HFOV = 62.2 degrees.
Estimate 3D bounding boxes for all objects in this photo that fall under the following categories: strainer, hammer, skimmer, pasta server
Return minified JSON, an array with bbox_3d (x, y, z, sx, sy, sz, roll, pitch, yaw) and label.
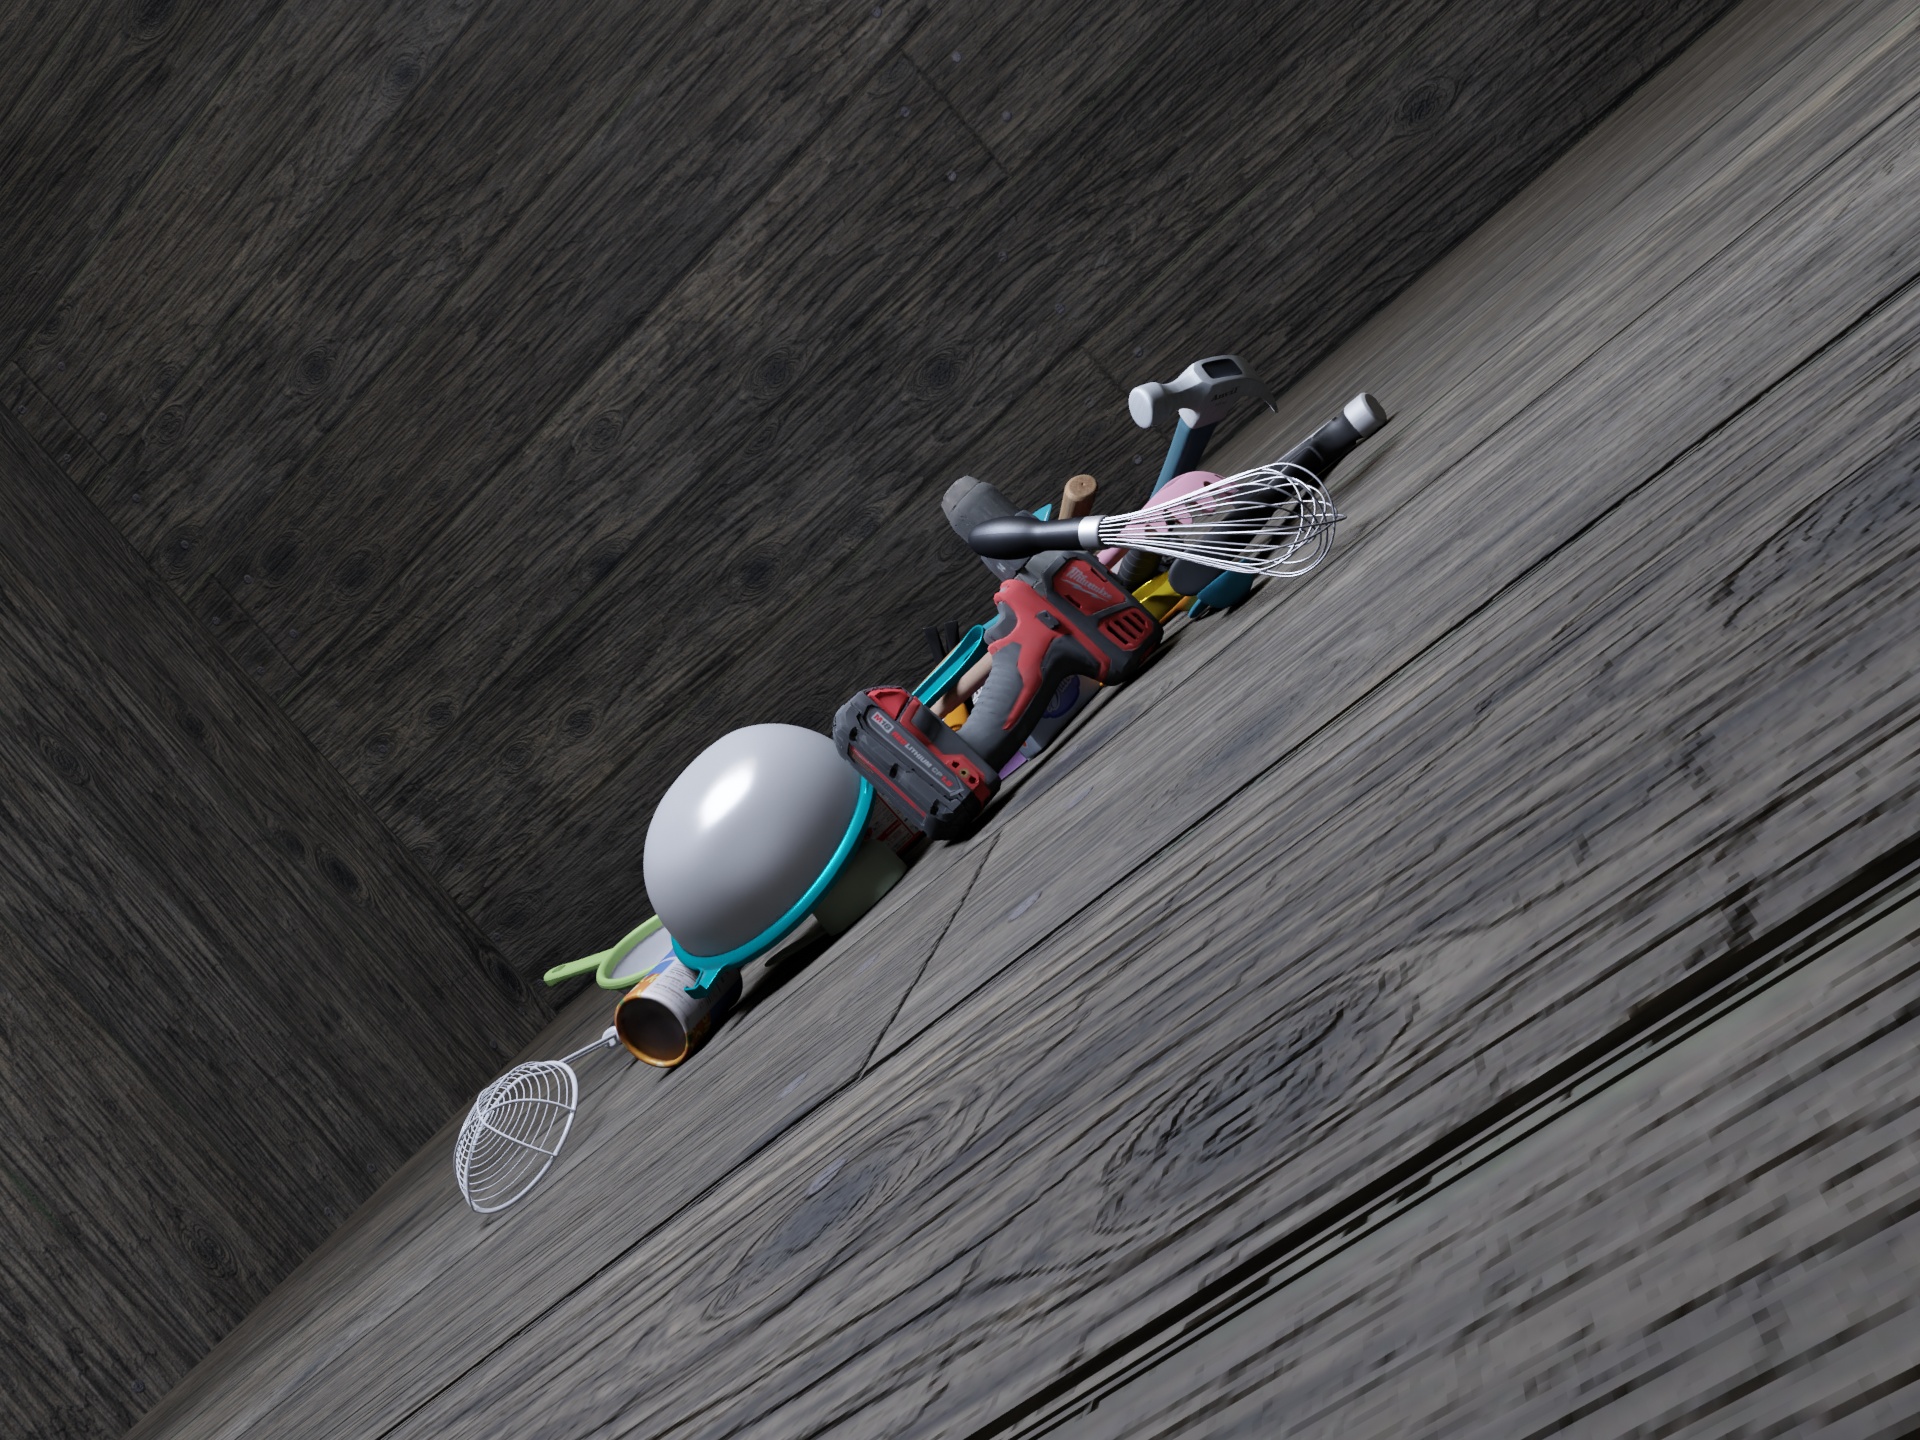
[{"bbox_3d":[-0.123,0.032,1.180,0.340,0.095,0.211,-44,27,7],"label":"strainer"},{"bbox_3d":[0.100,-0.142,1.642,0.130,0.031,0.331,-40,-18,-25],"label":"hammer"},{"bbox_3d":[-0.002,-0.004,1.406,0.034,0.127,0.337,-13,11,1],"label":"hammer"},{"bbox_3d":[-0.316,0.316,1.382,0.127,0.090,0.363,-37,-6,15],"label":"skimmer"},{"bbox_3d":[0.229,-0.163,1.233,0.146,0.035,0.335,-38,2,36],"label":"hammer"},{"bbox_3d":[-0.302,0.242,1.527,0.256,0.069,0.151,-21,17,35],"label":"strainer"},{"bbox_3d":[0.086,-0.089,1.227,0.316,0.040,0.060,-42,-6,27],"label":"pasta server"},{"bbox_3d":[0.157,-0.166,1.252,0.128,0.033,0.330,-23,-23,-20],"label":"hammer"}]

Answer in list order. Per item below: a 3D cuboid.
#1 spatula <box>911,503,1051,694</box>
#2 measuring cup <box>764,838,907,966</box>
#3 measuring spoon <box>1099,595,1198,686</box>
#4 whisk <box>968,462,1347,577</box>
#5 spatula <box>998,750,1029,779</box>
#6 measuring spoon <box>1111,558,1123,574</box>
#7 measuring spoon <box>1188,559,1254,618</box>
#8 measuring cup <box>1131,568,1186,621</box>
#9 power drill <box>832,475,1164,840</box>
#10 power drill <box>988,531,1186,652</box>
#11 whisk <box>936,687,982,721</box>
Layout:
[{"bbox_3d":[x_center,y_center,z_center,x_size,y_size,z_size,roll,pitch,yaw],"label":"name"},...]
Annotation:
[{"bbox_3d":[-0.019,-0.048,1.283,0.317,0.044,0.082,-49,10,-22],"label":"spatula"},{"bbox_3d":[-0.108,0.140,1.194,0.167,0.038,0.083,-36,6,37],"label":"measuring cup"},{"bbox_3d":[0.140,-0.058,1.179,0.021,0.011,0.117,-34,-10,-50],"label":"measuring spoon"},{"bbox_3d":[0.114,-0.121,1.012,0.285,0.070,0.070,3,36,42],"label":"whisk"},{"bbox_3d":[0.055,-0.044,1.322,0.059,0.018,0.316,-39,20,28],"label":"spatula"},{"bbox_3d":[0.143,-0.148,1.414,0.034,0.018,0.124,17,57,46],"label":"measuring spoon"},{"bbox_3d":[0.177,-0.081,1.091,0.042,0.021,0.128,-36,-6,-6],"label":"measuring spoon"},{"bbox_3d":[0.171,-0.093,1.241,0.062,0.029,0.156,-40,12,-12],"label":"measuring cup"},{"bbox_3d":[0.009,-0.049,1.119,0.227,0.188,0.080,-46,-6,-15],"label":"power drill"},{"bbox_3d":[0.117,-0.100,1.480,0.219,0.078,0.143,-39,4,-3],"label":"power drill"},{"bbox_3d":[-0.027,0.021,1.588,0.059,0.057,0.246,-12,31,31],"label":"whisk"}]
